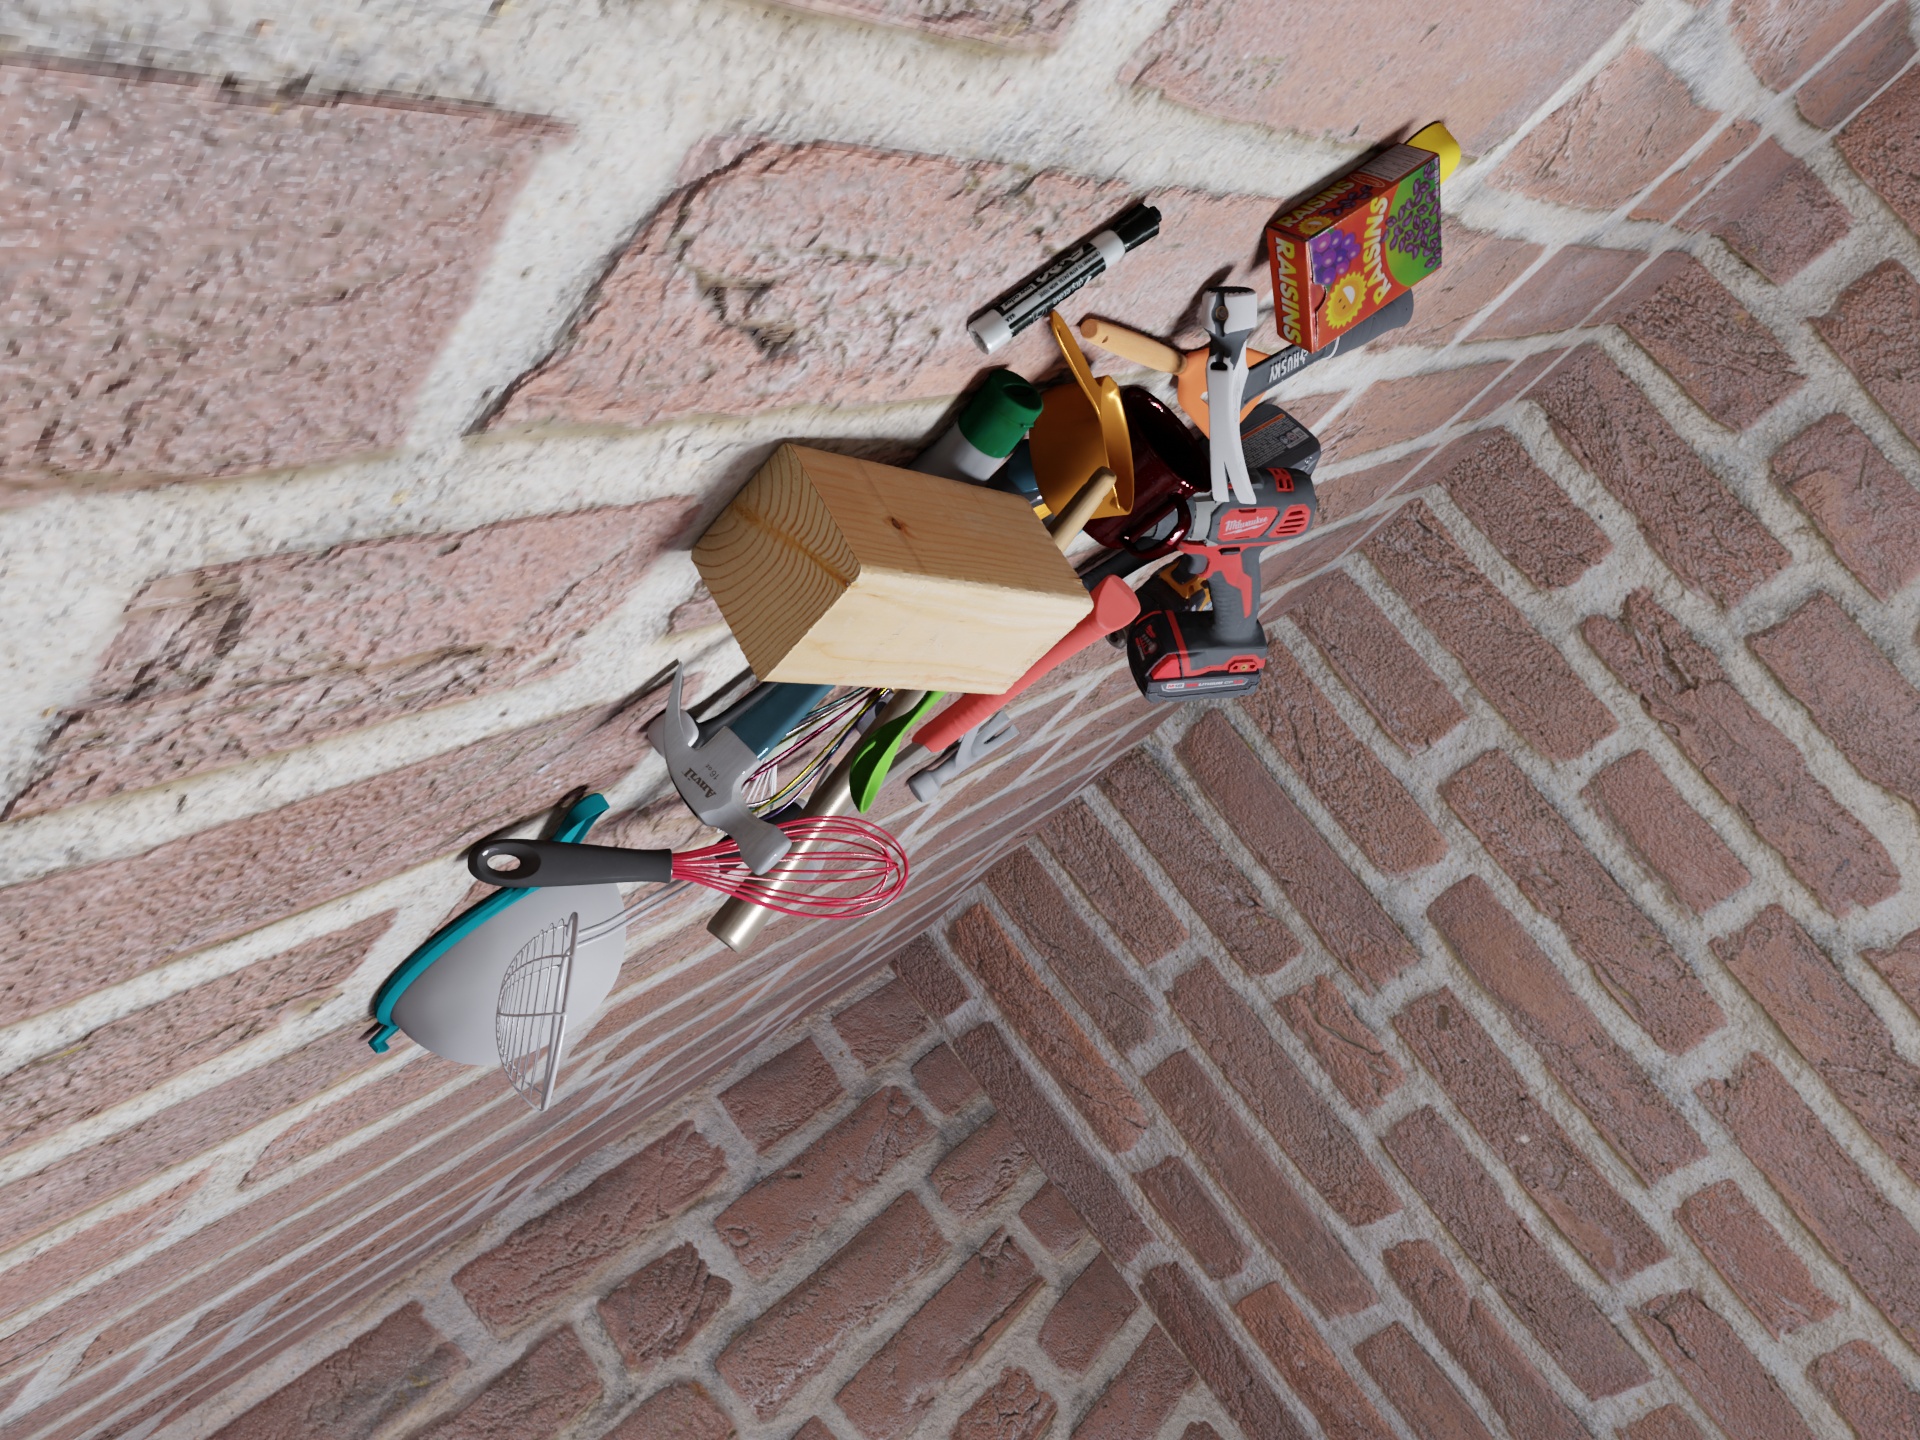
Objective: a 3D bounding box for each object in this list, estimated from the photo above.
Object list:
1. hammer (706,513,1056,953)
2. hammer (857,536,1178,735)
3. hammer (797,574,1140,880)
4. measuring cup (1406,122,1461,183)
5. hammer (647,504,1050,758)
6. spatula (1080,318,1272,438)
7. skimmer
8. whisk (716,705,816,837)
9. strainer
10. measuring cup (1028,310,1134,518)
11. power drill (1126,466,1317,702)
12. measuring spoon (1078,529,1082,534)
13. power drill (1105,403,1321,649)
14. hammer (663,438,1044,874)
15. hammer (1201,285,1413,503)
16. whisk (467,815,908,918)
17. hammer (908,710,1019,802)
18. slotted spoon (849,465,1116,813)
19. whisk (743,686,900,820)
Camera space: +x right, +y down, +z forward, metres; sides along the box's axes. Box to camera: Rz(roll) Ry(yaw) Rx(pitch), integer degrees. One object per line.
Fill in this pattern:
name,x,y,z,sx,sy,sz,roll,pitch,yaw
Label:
hammer,-0.048,-0.003,1.171,0.411,0.038,0.146,-52,172,-14
hammer,0.067,-0.090,1.495,0.386,0.038,0.143,-33,170,-30
hammer,-0.002,-0.004,1.263,0.359,0.036,0.149,-37,-163,29
measuring cup,0.306,-0.359,1.133,0.062,0.029,0.156,-34,168,-23
hammer,-0.060,-0.070,1.099,0.337,0.034,0.127,-36,169,-2
spatula,0.147,-0.240,1.080,0.081,0.041,0.322,-50,166,20
skimmer,-0.198,0.146,1.141,0.363,0.090,0.127,-32,146,-53
whisk,-0.149,0.025,1.241,0.246,0.057,0.059,-54,-164,48
strainer,-0.300,0.166,1.169,0.211,0.095,0.340,-29,168,-42
measuring cup,0.061,-0.187,0.967,0.052,0.095,0.173,-8,152,19
power drill,0.196,-0.121,1.378,0.188,0.080,0.226,-4,136,-8
measuring spoon,0.071,-0.146,1.332,0.042,0.021,0.128,-38,-179,-28
power drill,0.224,-0.167,1.476,0.185,0.084,0.226,-32,158,-32
hammer,-0.055,-0.061,1.010,0.331,0.128,0.033,-45,175,-17
hammer,0.275,-0.281,1.213,0.409,0.036,0.149,-35,129,-51
whisk,-0.175,0.097,1.063,0.295,0.073,0.073,3,153,-20
hammer,0.023,-0.009,1.716,0.144,0.035,0.405,-35,170,-15
slotted spoon,0.006,-0.048,1.032,0.313,0.031,0.070,-51,-176,34
whisk,-0.073,-0.015,1.113,0.245,0.051,0.047,-39,-170,-6
